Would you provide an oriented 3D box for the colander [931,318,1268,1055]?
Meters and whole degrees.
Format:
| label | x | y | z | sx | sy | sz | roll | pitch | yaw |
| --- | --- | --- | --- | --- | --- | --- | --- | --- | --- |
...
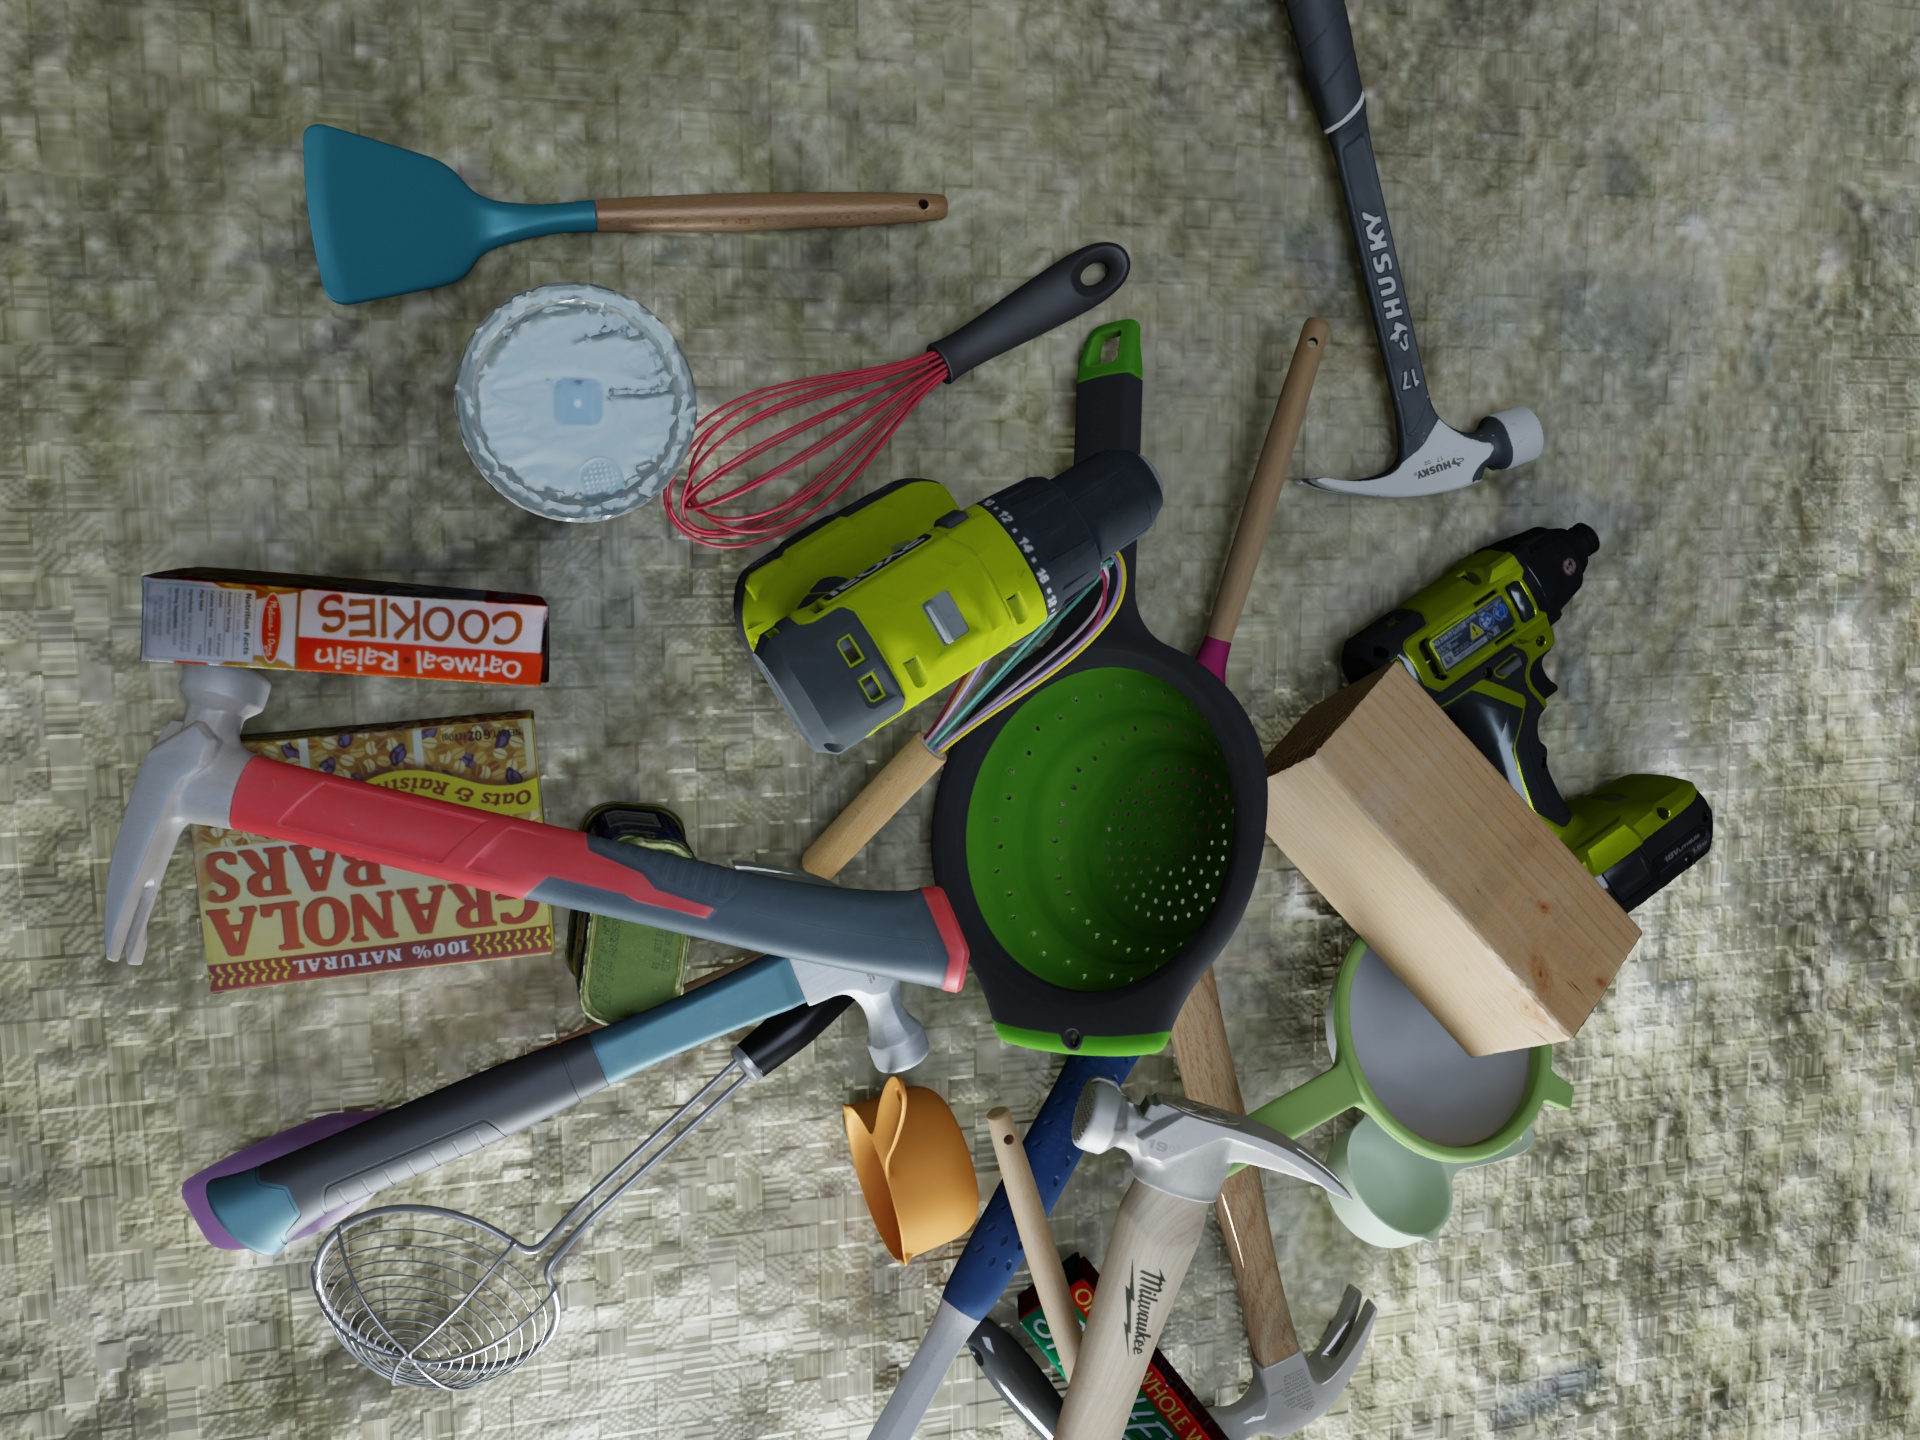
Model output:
| label | x | y | z | sx | sy | sz | roll | pitch | yaw |
| --- | --- | --- | --- | --- | --- | --- | --- | --- | --- |
| colander | 0.095 | -0.019 | 0.872 | 0.094 | 0.204 | 0.397 | 15 | 75 | -50 |

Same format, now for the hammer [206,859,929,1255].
| label | x | y | z | sx | sy | sz | roll | pitch | yaw |
| --- | --- | --- | --- | --- | --- | --- | --- | --- | --- |
| hammer | -0.185 | 0.168 | 0.758 | 0.331 | 0.033 | 0.128 | -22 | 103 | -13 |

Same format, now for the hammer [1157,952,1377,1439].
| label | x | y | z | sx | sy | sz | roll | pitch | yaw |
| --- | --- | --- | --- | --- | --- | --- | --- | --- | --- |
| hammer | 0.168 | 0.285 | 0.950 | 0.130 | 0.031 | 0.331 | -20 | 108 | -15 |

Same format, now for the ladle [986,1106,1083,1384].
| label | x | y | z | sx | sy | sz | roll | pitch | yaw |
| --- | --- | --- | --- | --- | --- | --- | --- | --- | --- |
| ladle | 0.068 | 0.357 | 0.873 | 0.078 | 0.062 | 0.320 | -21 | 105 | -17 |

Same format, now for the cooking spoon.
| label | x | y | z | sx | sy | sz | roll | pitch | yaw |
| --- | --- | --- | --- | --- | --- | --- | --- | --- | --- |
| cooking spoon | 0.155 | -0.071 | 0.905 | 0.069 | 0.017 | 0.319 | 18 | 99 | 9 |

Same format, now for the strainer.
| label | x | y | z | sx | sy | sz | roll | pitch | yaw |
| --- | --- | --- | --- | --- | --- | --- | --- | --- | --- |
| strainer | 0.229 | 0.206 | 0.931 | 0.256 | 0.069 | 0.151 | -21 | 81 | -25 |

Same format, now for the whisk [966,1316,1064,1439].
| label | x | y | z | sx | sy | sz | roll | pitch | yaw |
| --- | --- | --- | --- | --- | --- | --- | --- | --- | --- |
| whisk | 0.077 | 0.445 | 0.951 | 0.055 | 0.055 | 0.239 | -39 | 102 | -8 |

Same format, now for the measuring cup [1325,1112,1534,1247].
| label | x | y | z | sx | sy | sz | roll | pitch | yaw |
| --- | --- | --- | --- | --- | --- | --- | --- | --- | --- |
| measuring cup | 0.295 | 0.280 | 0.995 | 0.167 | 0.038 | 0.083 | -4 | 58 | -34 |

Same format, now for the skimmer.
| label | x | y | z | sx | sy | sz | roll | pitch | yaw |
| --- | --- | --- | --- | --- | --- | --- | --- | --- | --- |
| skimmer | -0.174 | 0.216 | 0.858 | 0.363 | 0.090 | 0.127 | -40 | 117 | -18 |

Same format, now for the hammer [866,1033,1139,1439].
| label | x | y | z | sx | sy | sz | roll | pitch | yaw |
| --- | --- | --- | --- | --- | --- | --- | --- | --- | --- |
| hammer | 0.000 | 0.348 | 0.905 | 0.144 | 0.035 | 0.405 | 29 | 84 | 8 |

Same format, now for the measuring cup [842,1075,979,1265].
| label | x | y | z | sx | sy | sz | roll | pitch | yaw |
| --- | --- | --- | --- | --- | --- | --- | --- | --- | --- |
| measuring cup | -0.020 | 0.221 | 0.841 | 0.052 | 0.173 | 0.095 | -15 | 57 | -19 |

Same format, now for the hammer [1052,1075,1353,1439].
| label | x | y | z | sx | sy | sz | roll | pitch | yaw |
| --- | --- | --- | --- | --- | --- | --- | --- | --- | --- |
| hammer | 0.071 | 0.397 | 0.845 | 0.146 | 0.038 | 0.410 | 18 | 97 | -5 |

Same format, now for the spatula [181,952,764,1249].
| label | x | y | z | sx | sy | sz | roll | pitch | yaw |
| --- | --- | --- | --- | --- | --- | --- | --- | --- | --- |
| spatula | -0.247 | 0.196 | 0.842 | 0.316 | 0.018 | 0.059 | -24 | 107 | -11 |

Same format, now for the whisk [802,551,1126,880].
| label | x | y | z | sx | sy | sz | roll | pitch | yaw |
| --- | --- | --- | --- | --- | --- | --- | --- | --- | --- |
| whisk | -0.002 | -0.004 | 0.842 | 0.047 | 0.051 | 0.245 | 42 | 107 | -7 |

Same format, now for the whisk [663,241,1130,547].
| label | x | y | z | sx | sy | sz | roll | pitch | yaw |
| --- | --- | --- | --- | --- | --- | --- | --- | --- | --- |
| whisk | -0.027 | -0.180 | 0.840 | 0.296 | 0.073 | 0.073 | -33 | 105 | -16 |

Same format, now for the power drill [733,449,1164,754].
| label | x | y | z | sx | sy | sz | roll | pitch | yaw |
| --- | --- | --- | --- | --- | --- | --- | --- | --- | --- |
| power drill | -0.017 | -0.068 | 0.763 | 0.190 | 0.229 | 0.080 | -33 | 105 | -10 |

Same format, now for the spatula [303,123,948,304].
| label | x | y | z | sx | sy | sz | roll | pitch | yaw |
| --- | --- | --- | --- | --- | --- | --- | --- | --- | --- |
| spatula | -0.156 | -0.255 | 0.798 | 0.317 | 0.044 | 0.082 | -7 | 95 | -16 |

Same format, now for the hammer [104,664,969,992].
| label | x | y | z | sx | sy | sz | roll | pitch | yaw |
| --- | --- | --- | --- | --- | --- | --- | --- | --- | --- |
| hammer | -0.188 | 0.082 | 0.727 | 0.386 | 0.038 | 0.143 | 13 | 77 | 1 |

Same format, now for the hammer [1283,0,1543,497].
| label | x | y | z | sx | sy | sz | roll | pitch | yaw |
| --- | --- | --- | --- | --- | --- | --- | --- | --- | --- |
| hammer | 0.217 | -0.322 | 0.901 | 0.149 | 0.036 | 0.409 | -20 | 101 | -12 |

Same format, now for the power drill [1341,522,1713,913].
| label | x | y | z | sx | sy | sz | roll | pitch | yaw |
| --- | --- | --- | --- | --- | --- | --- | --- | --- | --- |
| power drill | 0.351 | 0.004 | 0.959 | 0.171 | 0.080 | 0.223 | -33 | 101 | -10 |
